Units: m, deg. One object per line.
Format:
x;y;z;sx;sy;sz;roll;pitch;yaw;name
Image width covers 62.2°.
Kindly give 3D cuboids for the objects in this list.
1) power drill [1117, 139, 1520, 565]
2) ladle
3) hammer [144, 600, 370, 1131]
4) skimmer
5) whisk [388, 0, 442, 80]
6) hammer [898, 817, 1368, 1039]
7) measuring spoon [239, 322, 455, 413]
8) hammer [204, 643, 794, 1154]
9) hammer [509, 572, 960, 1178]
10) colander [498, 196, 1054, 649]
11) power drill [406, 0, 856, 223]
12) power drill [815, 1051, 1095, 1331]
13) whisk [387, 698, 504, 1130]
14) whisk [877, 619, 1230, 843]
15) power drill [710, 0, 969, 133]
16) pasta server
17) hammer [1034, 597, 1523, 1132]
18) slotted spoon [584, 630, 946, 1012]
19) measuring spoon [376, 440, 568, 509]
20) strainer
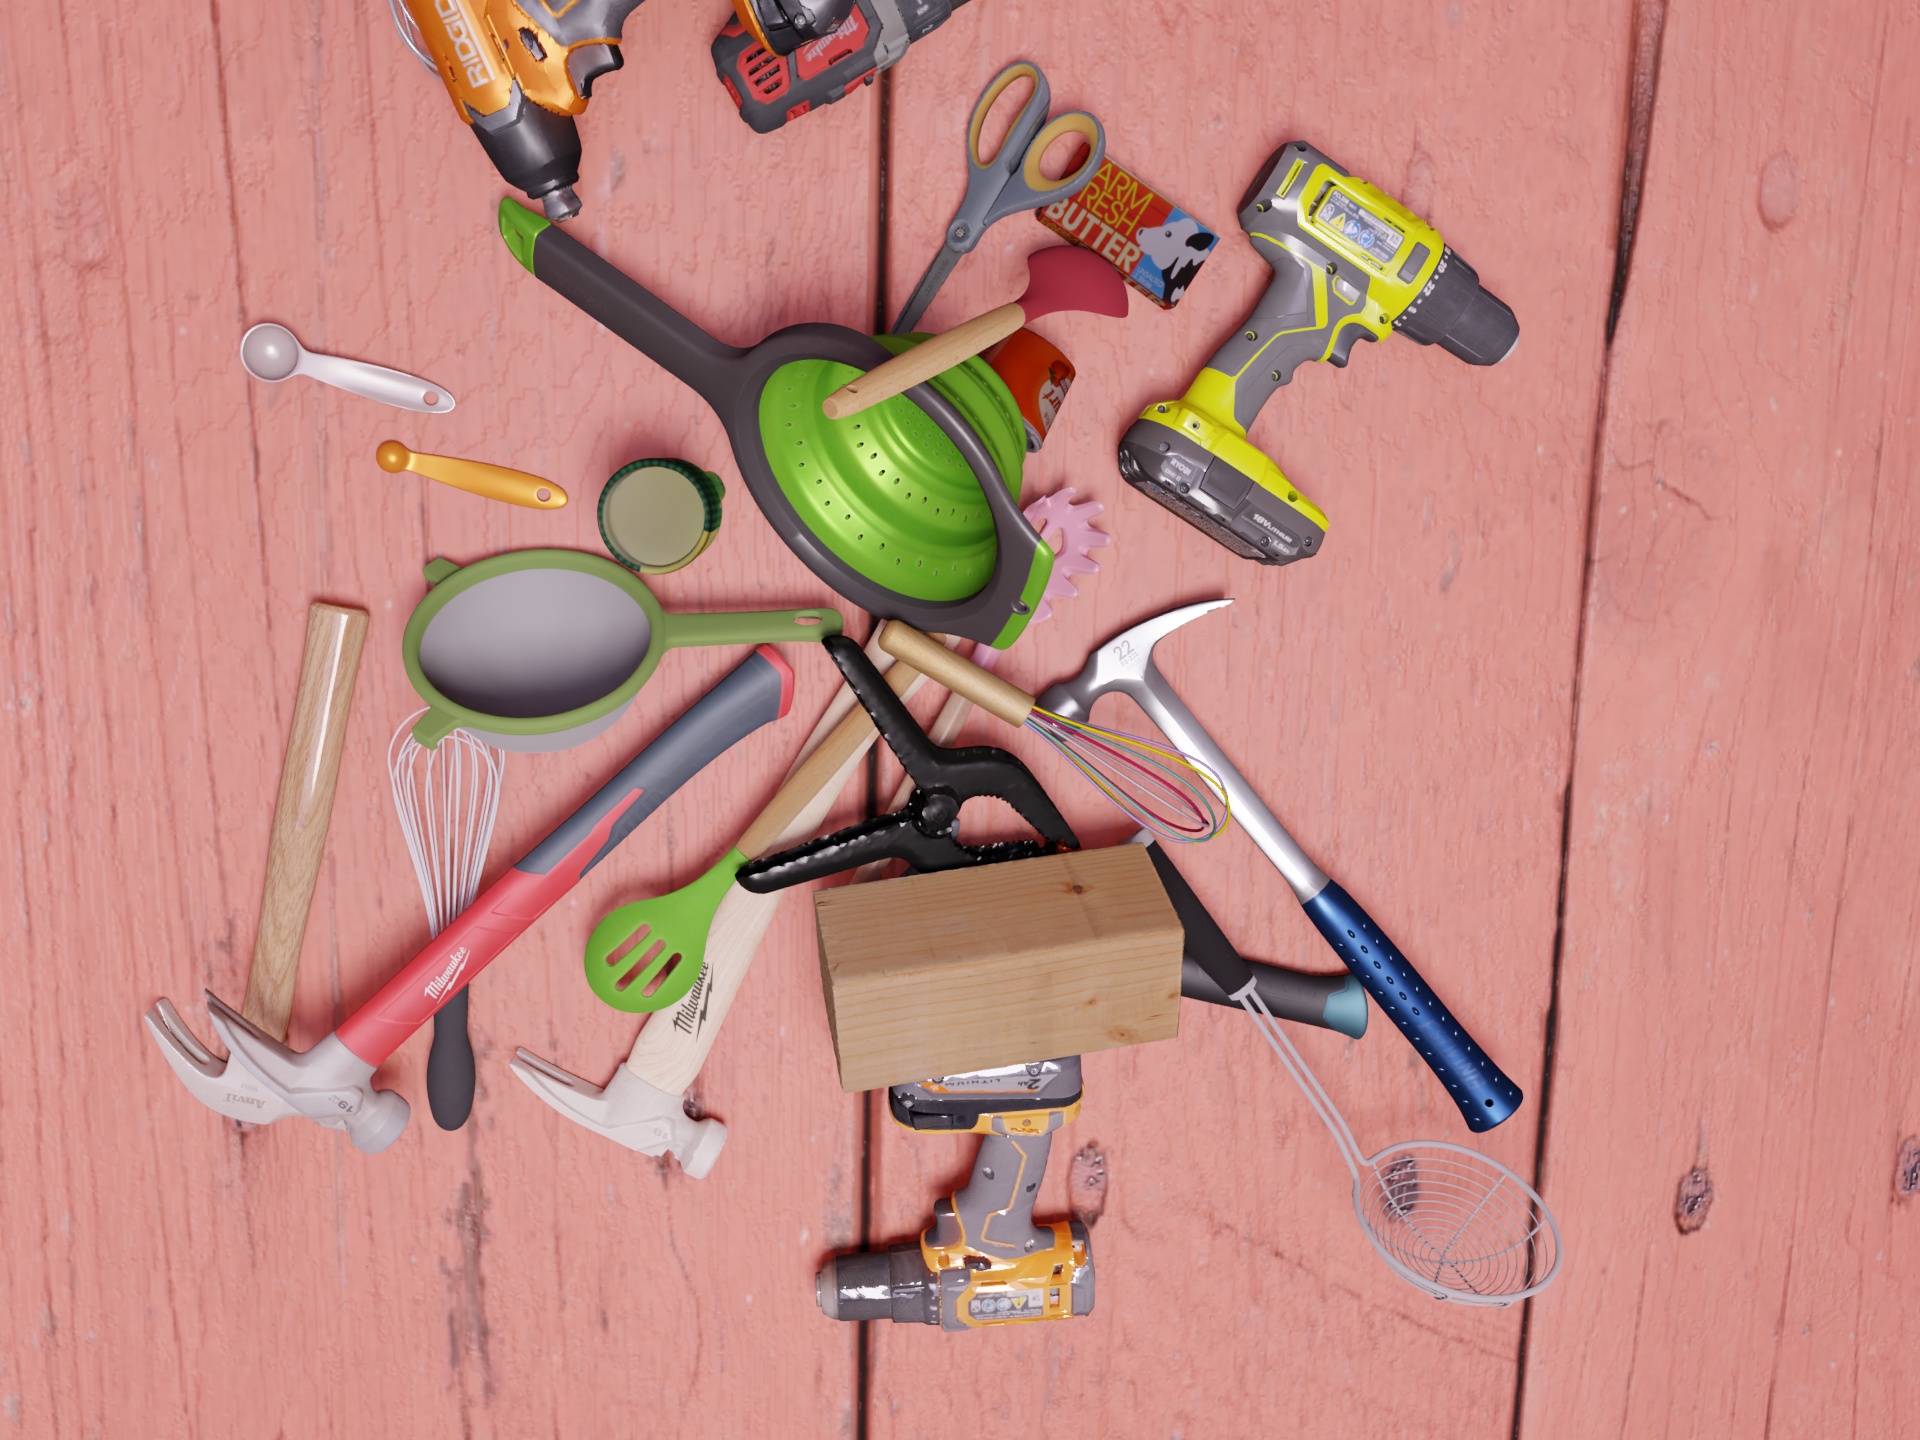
0.221;-0.213;0.984;0.190;0.080;0.228;31;92;-10;power drill
0.015;-0.214;0.866;0.069;0.315;0.031;36;129;10;ladle
-0.416;0.089;0.985;0.130;0.031;0.331;12;97;-8;hammer
0.234;0.208;1.001;0.090;0.127;0.363;-36;89;42;skimmer
-0.331;-0.485;0.900;0.058;0.059;0.246;-27;99;-46;whisk
0.115;0.157;1.051;0.331;0.033;0.128;14;96;-8;hammer
-0.366;-0.207;0.955;0.124;0.018;0.034;15;97;-15;measuring spoon
-0.258;0.082;0.955;0.386;0.038;0.143;-44;123;-9;hammer
-0.130;0.087;1.013;0.146;0.038;0.410;29;94;-8;hammer
-0.095;-0.205;0.938;0.397;0.204;0.094;36;58;6;colander
-0.176;-0.379;0.857;0.226;0.084;0.164;-17;111;13;power drill
-0.006;0.298;1.026;0.185;0.084;0.226;-3;114;-4;power drill
-0.318;0.125;0.992;0.070;0.070;0.284;3;104;-7;whisk
0.057;0.010;0.968;0.245;0.047;0.051;30;55;-7;whisk
-0.094;-0.478;0.910;0.188;0.080;0.226;-31;104;0;power drill
-0.002;-0.003;1.000;0.060;0.040;0.316;28;91;-20;pasta server
0.228;0.099;1.032;0.144;0.035;0.405;-40;94;1;hammer
-0.118;0.061;0.980;0.070;0.031;0.314;42;91;-8;slotted spoon
-0.298;-0.148;0.970;0.117;0.011;0.021;14;97;-8;measuring spoon
-0.199;-0.034;0.961;0.256;0.152;0.069;-4;138;-11;strainer
